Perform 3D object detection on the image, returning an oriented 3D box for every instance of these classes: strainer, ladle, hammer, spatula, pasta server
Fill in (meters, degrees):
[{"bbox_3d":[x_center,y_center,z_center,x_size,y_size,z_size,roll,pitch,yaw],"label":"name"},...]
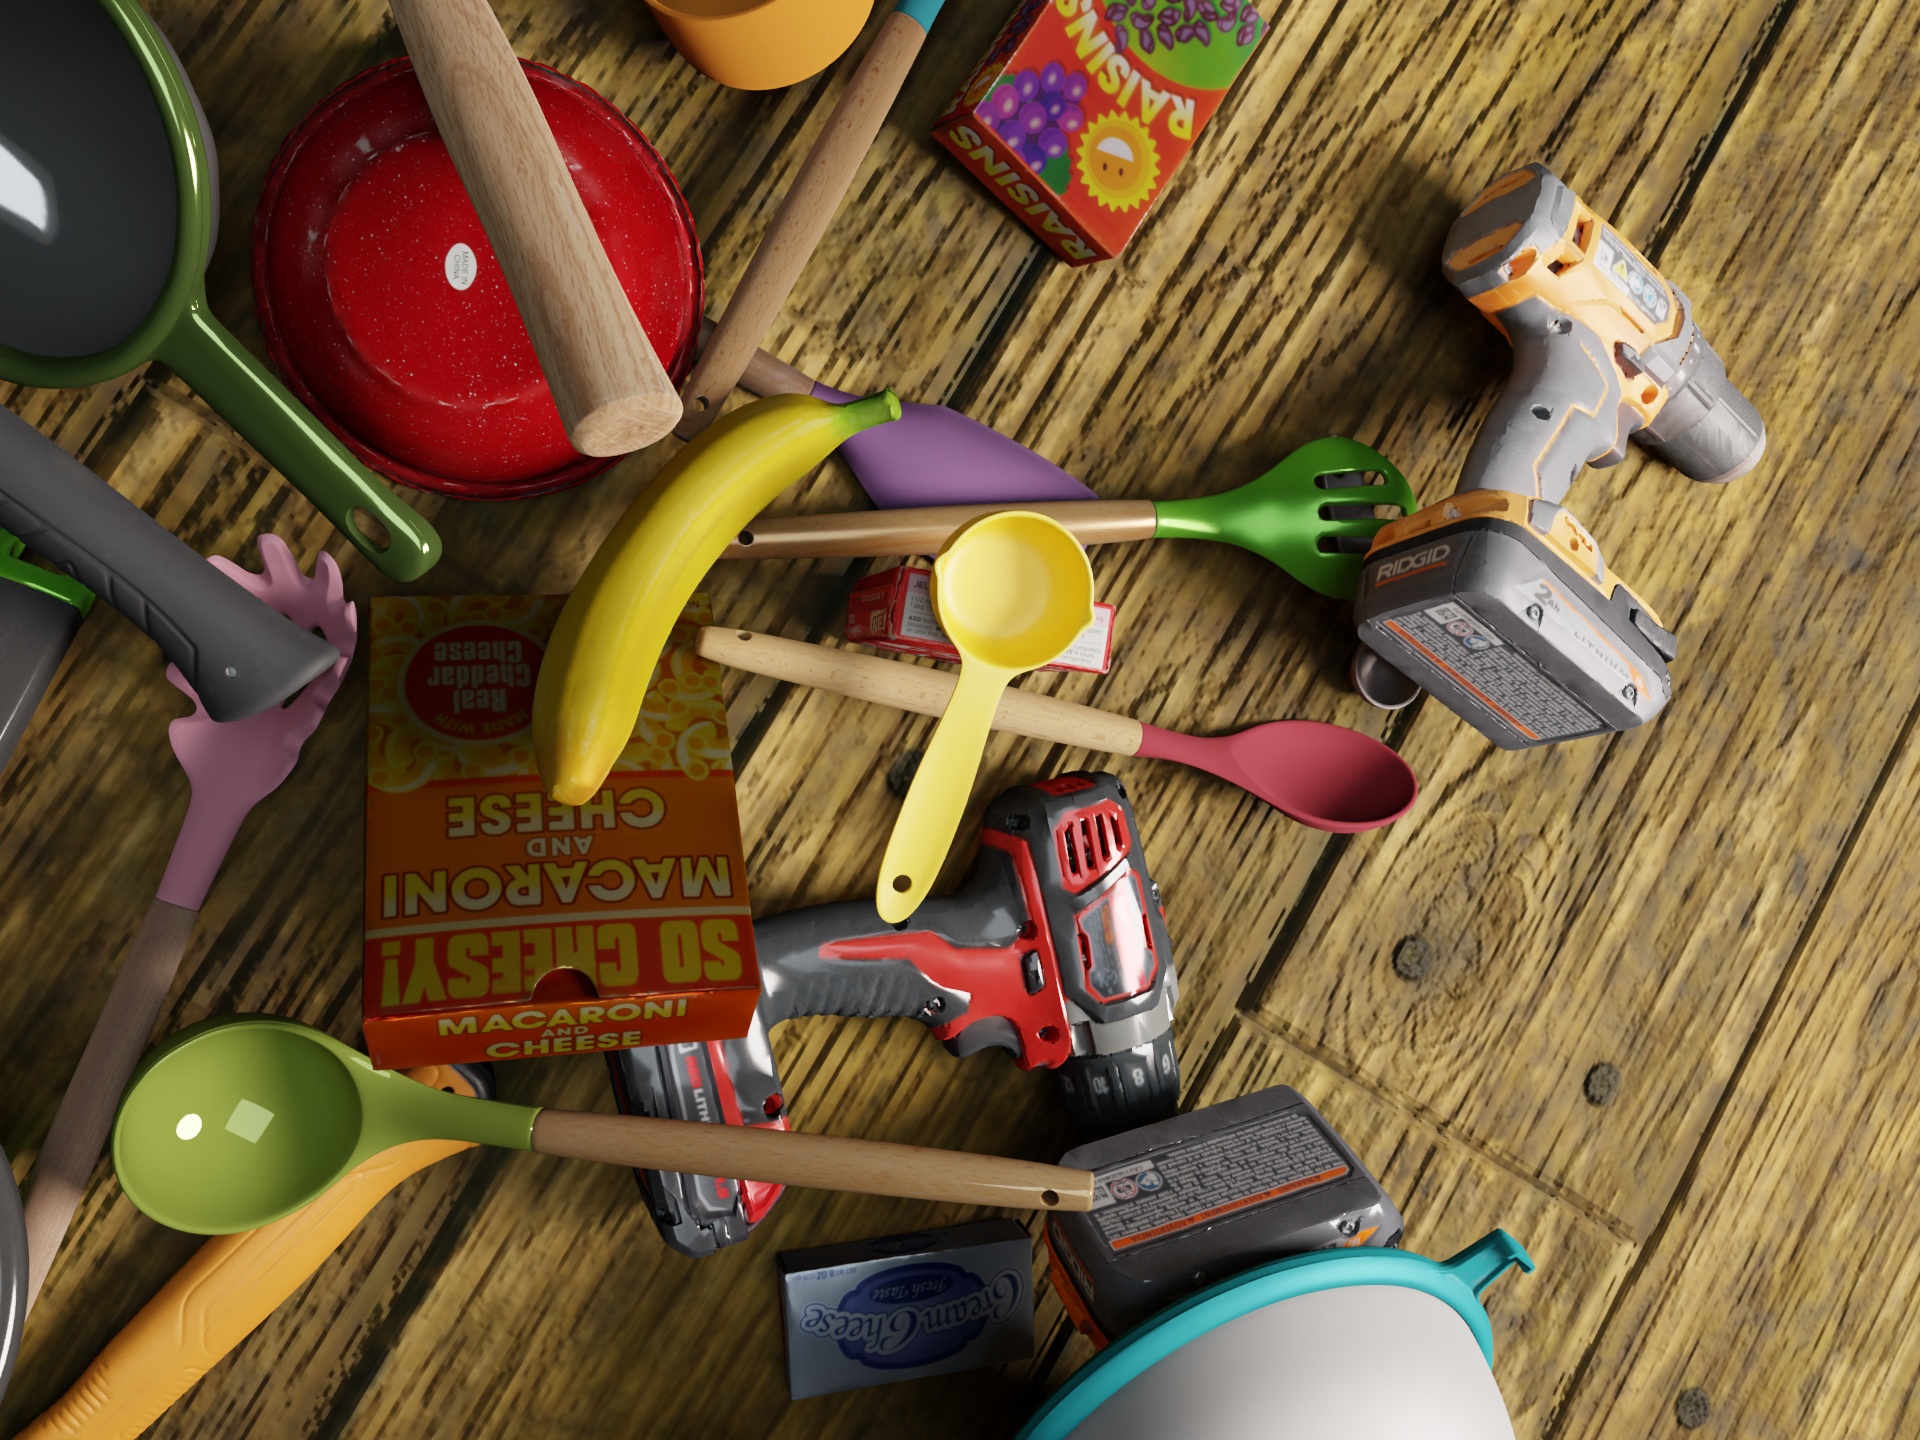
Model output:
[{"bbox_3d":[-0.260,-0.152,0.529,0.151,0.069,0.256,-38,103,27],"label":"strainer"},{"bbox_3d":[-0.117,0.144,0.521,0.320,0.062,0.078,5,108,5],"label":"ladle"},{"bbox_3d":[0.055,0.296,0.519,0.340,0.095,0.210,-7,122,-21],"label":"strainer"},{"bbox_3d":[-0.341,-0.117,0.499,0.334,0.035,0.146,39,106,-10],"label":"hammer"},{"bbox_3d":[-0.166,-0.229,0.523,0.130,0.031,0.331,-21,72,-18],"label":"hammer"},{"bbox_3d":[-0.084,-0.137,0.623,0.315,0.018,0.060,27,87,-16],"label":"spatula"},{"bbox_3d":[-0.282,0.088,0.543,0.060,0.040,0.316,19,79,0],"label":"pasta server"},{"bbox_3d":[0.047,0.002,0.633,0.315,0.069,0.031,12,124,-23],"label":"ladle"},{"bbox_3d":[-0.034,-0.246,0.623,0.082,0.044,0.317,30,84,-17],"label":"spatula"},{"bbox_3d":[-0.303,0.233,0.558,0.337,0.034,0.127,-44,103,-11],"label":"hammer"}]

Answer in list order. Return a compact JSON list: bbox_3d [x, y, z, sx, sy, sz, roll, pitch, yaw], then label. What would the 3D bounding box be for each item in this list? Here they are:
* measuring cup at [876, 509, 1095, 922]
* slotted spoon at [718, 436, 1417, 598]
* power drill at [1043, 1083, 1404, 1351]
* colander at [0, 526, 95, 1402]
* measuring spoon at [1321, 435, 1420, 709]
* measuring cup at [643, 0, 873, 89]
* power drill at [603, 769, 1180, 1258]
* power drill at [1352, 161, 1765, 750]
[{"bbox_3d":[-0.001,-0.002,0.575,0.062,0.029,0.156,19,99,-16],"label":"measuring cup"},{"bbox_3d":[0.054,-0.079,0.648,0.313,0.031,0.070,-4,89,-16],"label":"slotted spoon"},{"bbox_3d":[0.113,0.260,0.630,0.164,0.084,0.226,-12,120,-16],"label":"power drill"},{"bbox_3d":[-0.375,0.112,0.516,0.204,0.094,0.397,22,67,-15],"label":"colander"},{"bbox_3d":[0.176,-0.065,0.707,0.034,0.018,0.124,-12,88,-17],"label":"measuring spoon"},{"bbox_3d":[-0.081,-0.318,0.605,0.095,0.052,0.174,-14,68,11],"label":"measuring cup"},{"bbox_3d":[-0.016,0.133,0.622,0.226,0.080,0.188,-15,96,-19],"label":"power drill"},{"bbox_3d":[0.267,-0.100,0.678,0.185,0.084,0.226,33,64,-24],"label":"power drill"}]
